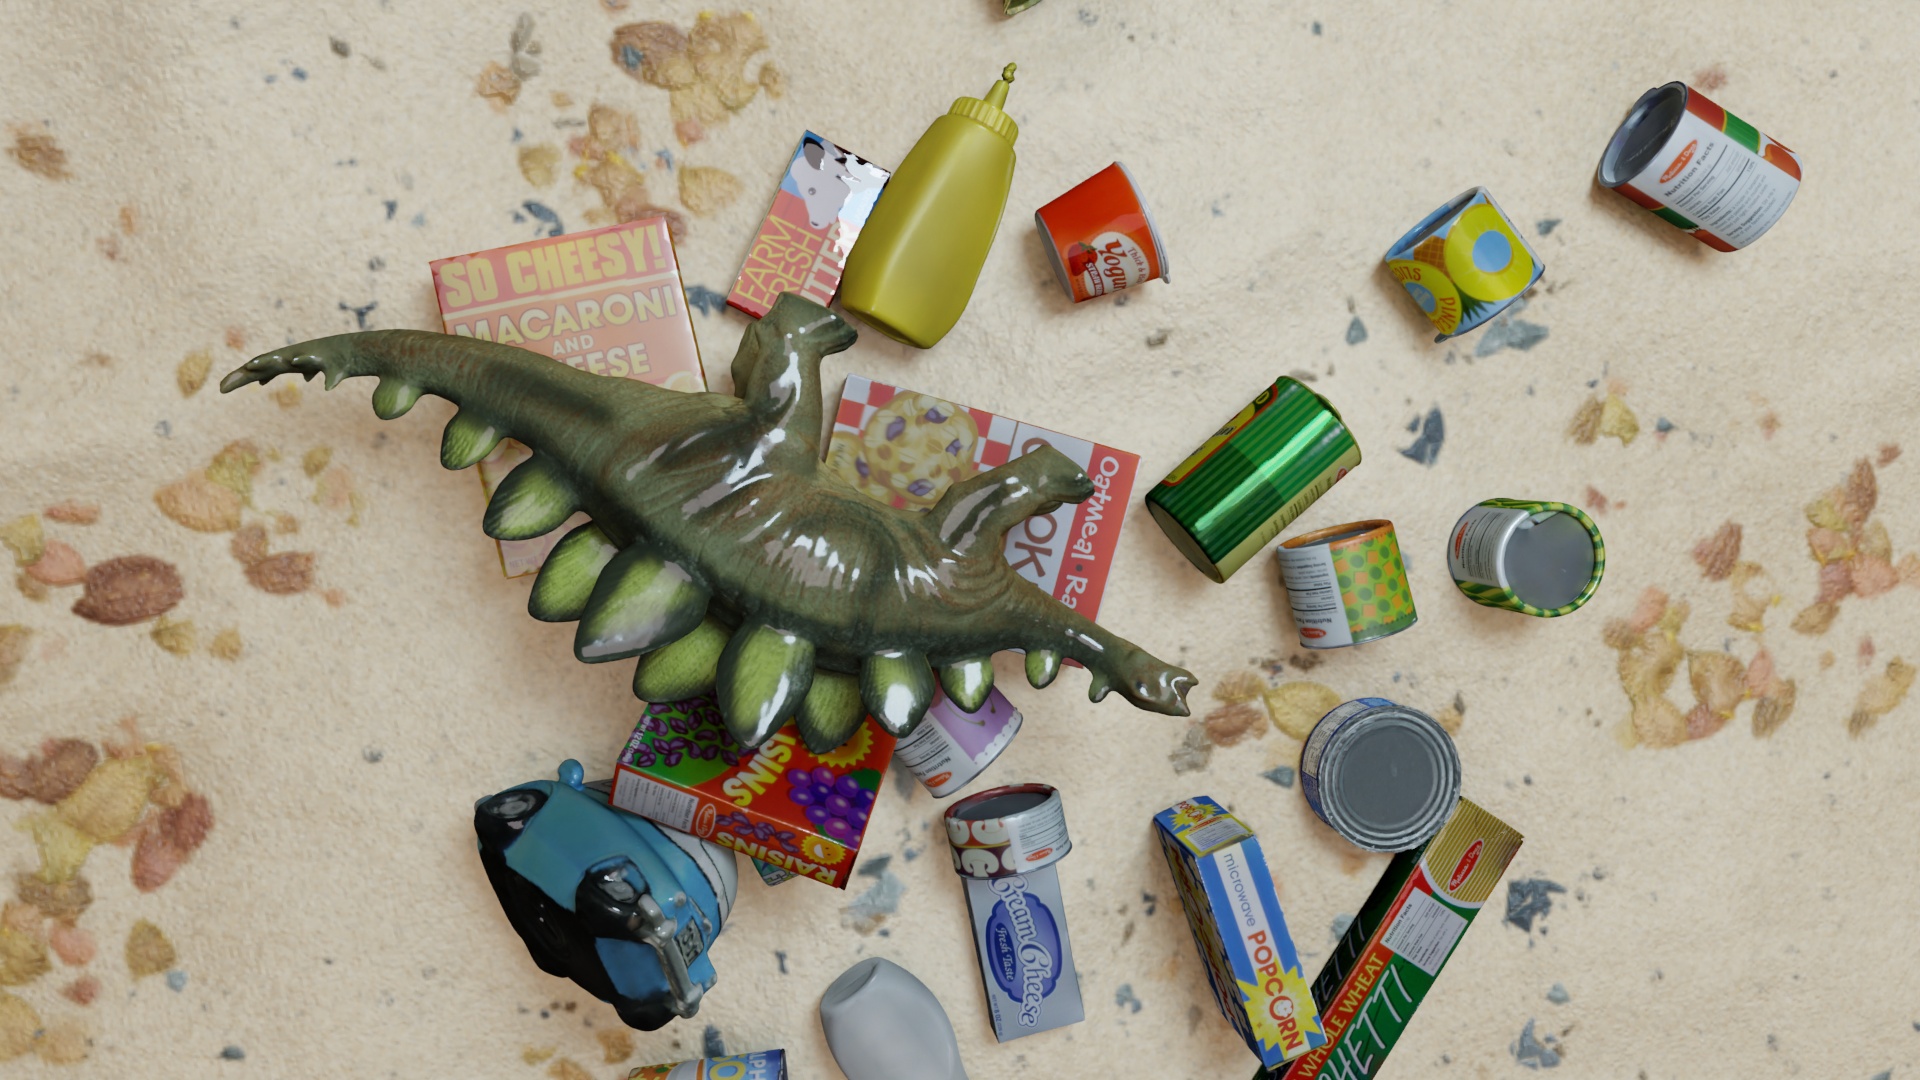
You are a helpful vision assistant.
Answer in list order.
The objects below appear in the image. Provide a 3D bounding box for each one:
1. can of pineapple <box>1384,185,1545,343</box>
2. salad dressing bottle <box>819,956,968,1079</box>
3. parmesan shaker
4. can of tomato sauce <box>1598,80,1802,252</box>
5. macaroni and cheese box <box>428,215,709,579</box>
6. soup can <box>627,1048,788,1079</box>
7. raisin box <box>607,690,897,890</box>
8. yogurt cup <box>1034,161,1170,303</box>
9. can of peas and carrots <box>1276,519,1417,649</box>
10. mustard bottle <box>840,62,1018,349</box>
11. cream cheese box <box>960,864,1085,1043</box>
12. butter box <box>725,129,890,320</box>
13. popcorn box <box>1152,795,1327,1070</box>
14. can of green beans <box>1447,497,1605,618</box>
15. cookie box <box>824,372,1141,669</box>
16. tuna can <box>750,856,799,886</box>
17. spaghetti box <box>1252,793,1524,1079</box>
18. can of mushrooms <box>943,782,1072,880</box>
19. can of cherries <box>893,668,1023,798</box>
[{"bbox_3d":[0.281,-0.155,0.780,0.071,0.071,0.058,-41,97,-4],"label":"can of pineapple"},{"bbox_3d":[-0.019,0.303,0.775,0.064,0.044,0.147,-36,98,-6],"label":"salad dressing bottle"},{"bbox_3d":[0.160,-0.034,0.767,0.103,0.071,0.071,-41,97,-4],"label":"parmesan shaker"},{"bbox_3d":[0.424,-0.214,0.797,0.083,0.071,0.071,27,90,-9],"label":"can of tomato sauce"},{"bbox_3d":[-0.196,-0.075,0.732,0.124,0.040,0.166,-13,95,-8],"label":"macaroni and cheese box"},{"bbox_3d":[-0.134,0.311,0.746,0.084,0.071,0.071,-4,94,-7],"label":"soup can"},{"bbox_3d":[-0.101,0.112,0.696,0.123,0.086,0.039,20,132,-2],"label":"raisin box"},{"bbox_3d":[0.075,-0.164,0.754,0.054,0.072,0.072,-24,96,2],"label":"yogurt cup"},{"bbox_3d":[0.219,0.023,0.781,0.071,0.071,0.058,-16,95,-6],"label":"can of peas and carrots"},{"bbox_3d":[-0.006,-0.184,0.745,0.065,0.049,0.160,30,84,-40],"label":"mustard bottle"},{"bbox_3d":[0.035,0.226,0.787,0.053,0.024,0.103,-12,95,-8],"label":"cream cheese box"},{"bbox_3d":[-0.083,-0.163,0.751,0.053,0.024,0.103,25,89,-8],"label":"butter box"},{"bbox_3d":[0.153,0.214,0.771,0.038,0.085,0.126,-20,95,-7],"label":"popcorn box"},{"bbox_3d":[0.325,0.009,0.798,0.071,0.058,0.071,0,93,-8],"label":"can of green beans"},{"bbox_3d":[0.003,-0.010,0.763,0.167,0.040,0.123,15,90,-7],"label":"cookie box"},{"bbox_3d":[-0.098,0.151,0.743,0.033,0.071,0.071,-23,96,-4],"label":"tuna can"},{"bbox_3d":[0.239,0.263,0.814,0.050,0.028,0.250,34,88,-8],"label":"spaghetti box"},{"bbox_3d":[0.024,0.159,0.763,0.071,0.071,0.033,-13,95,-7],"label":"can of mushrooms"},{"bbox_3d":[-0.008,0.095,0.756,0.071,0.071,0.058,-43,97,-3],"label":"can of cherries"}]
